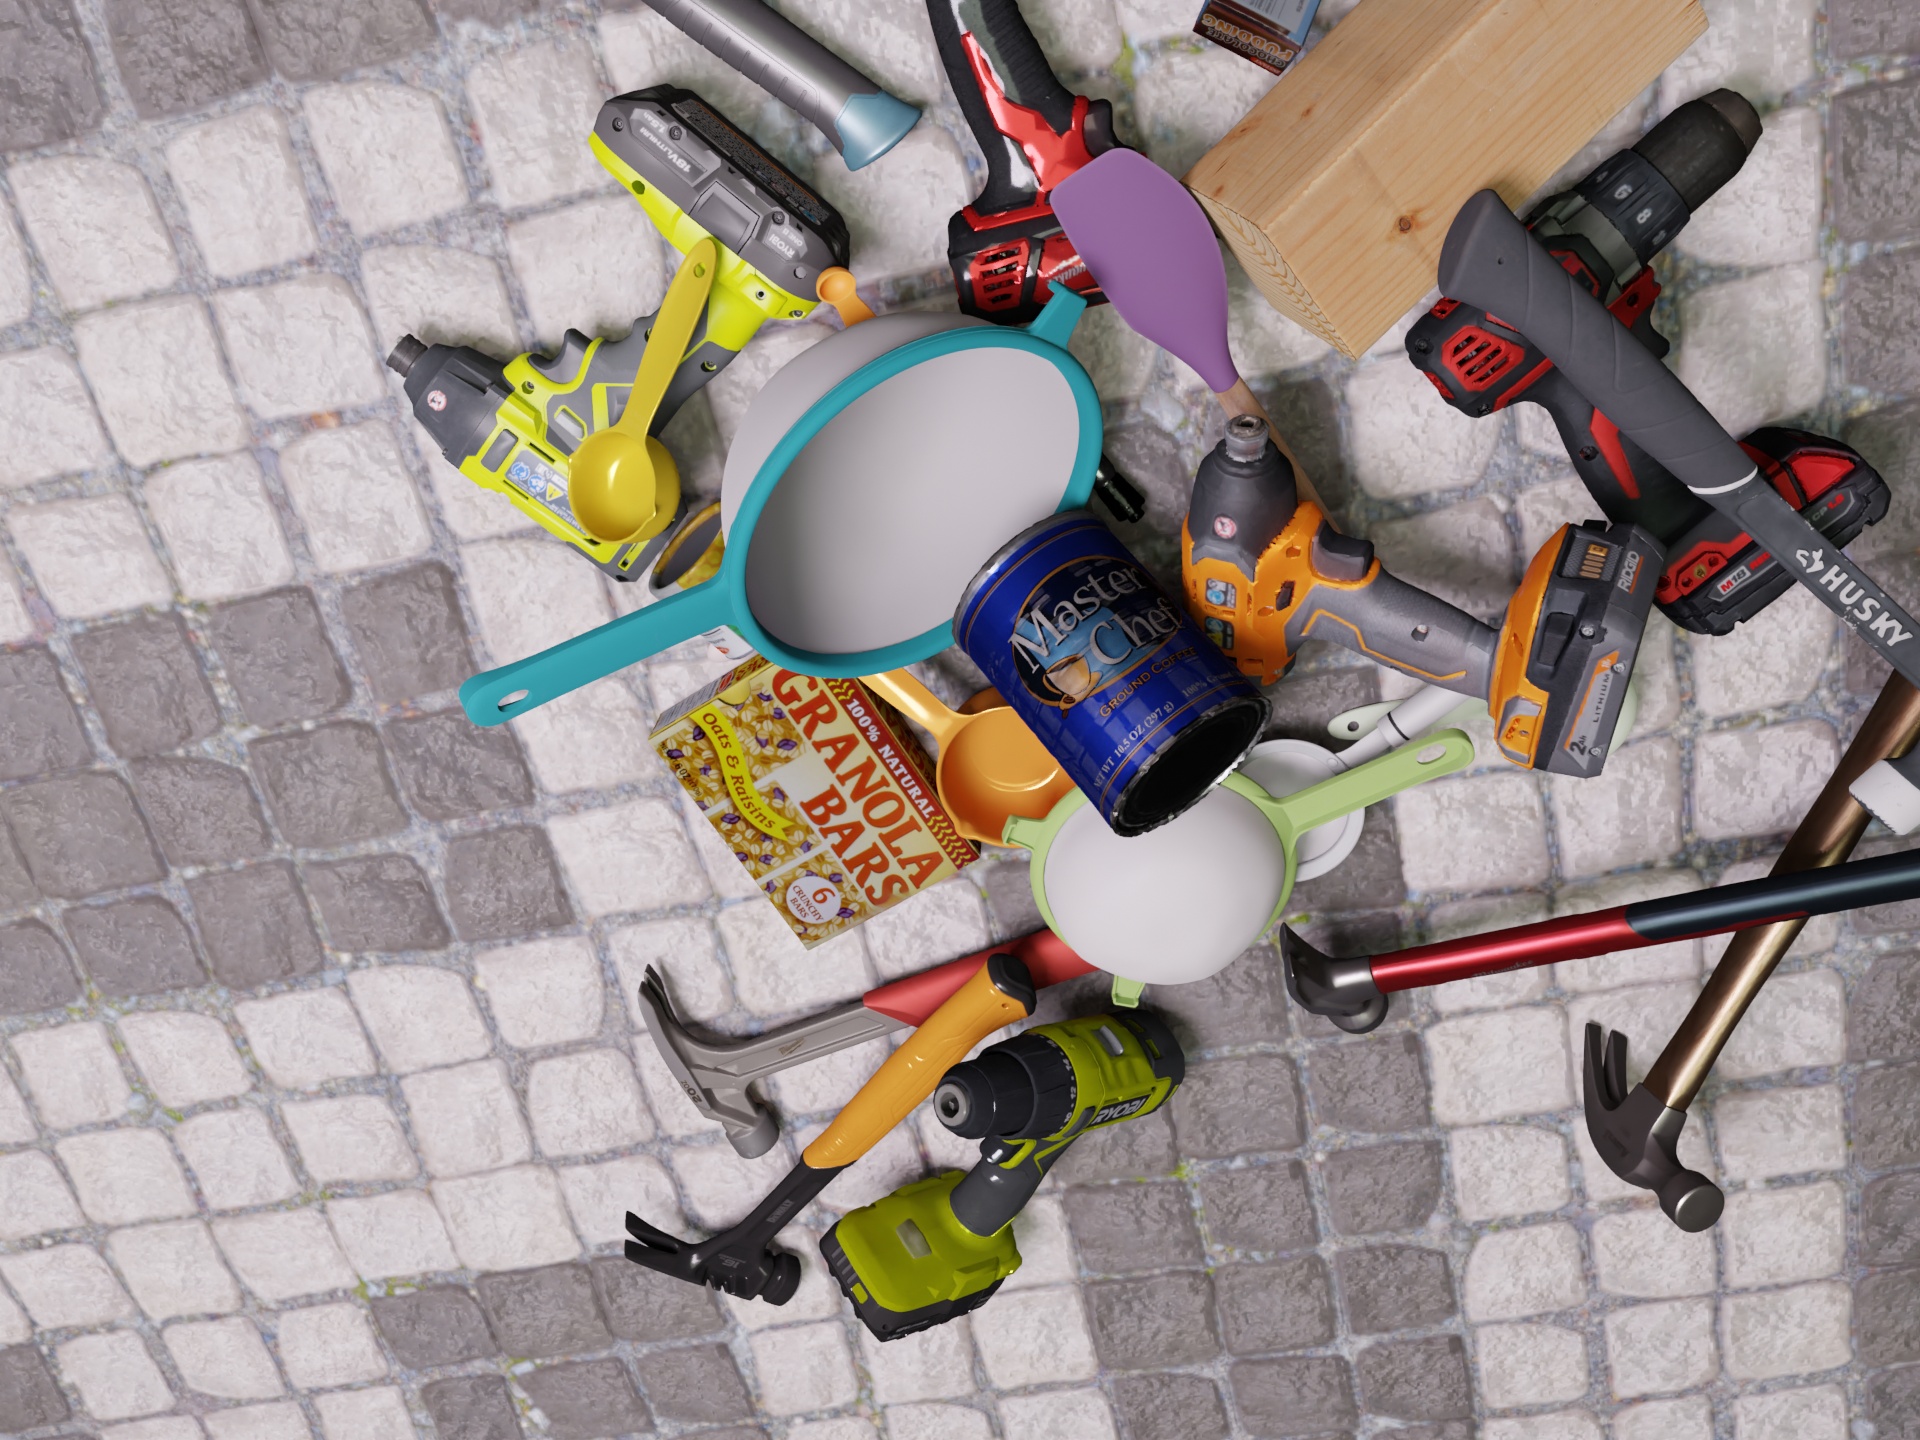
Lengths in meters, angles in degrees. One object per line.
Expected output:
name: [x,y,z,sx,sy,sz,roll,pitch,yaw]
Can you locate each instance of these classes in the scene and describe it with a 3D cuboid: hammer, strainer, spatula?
hammer: [-0.011,0.159,0.972,0.359,0.037,0.149,-21,116,11]
hammer: [0.458,0.118,0.904,0.031,0.130,0.331,23,101,-18]
strainer: [0.235,0.010,0.883,0.258,0.050,0.087,-39,99,24]
hammer: [0.377,-0.106,0.749,0.408,0.036,0.149,35,109,-18]
hammer: [-0.166,-0.373,0.762,0.331,0.033,0.128,33,112,-11]
spatula: [0.149,-0.153,0.806,0.060,0.018,0.315,-26,124,23]
strainer: [0.160,0.077,0.861,0.256,0.069,0.151,-25,117,16]
strainer: [-0.095,-0.101,0.784,0.340,0.095,0.210,-26,147,-15]
hammer: [0.366,0.104,0.848,0.386,0.038,0.143,-16,152,23]
hammer: [-0.074,0.253,0.982,0.127,0.034,0.336,28,120,-26]

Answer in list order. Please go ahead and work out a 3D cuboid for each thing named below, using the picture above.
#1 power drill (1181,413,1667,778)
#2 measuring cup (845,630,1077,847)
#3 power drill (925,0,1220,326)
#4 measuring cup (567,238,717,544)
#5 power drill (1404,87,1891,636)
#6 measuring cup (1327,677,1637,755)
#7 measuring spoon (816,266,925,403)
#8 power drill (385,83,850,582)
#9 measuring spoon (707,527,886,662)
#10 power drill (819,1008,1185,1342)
power drill: [0.217,-0.066,0.785,0.226,0.084,0.164,17,143,23]
measuring cup: [-0.001,-0.003,0.900,0.173,0.052,0.095,38,110,-10]
power drill: [0.048,-0.306,0.758,0.143,0.079,0.219,-11,115,7]
measuring cup: [-0.145,-0.158,0.778,0.062,0.029,0.156,33,108,23]
power drill: [0.361,-0.176,0.796,0.188,0.080,0.226,-42,102,17]
measuring cup: [0.292,-0.002,0.890,0.167,0.038,0.083,-9,112,8]
measuring spoon: [-0.044,-0.194,0.805,0.021,0.011,0.116,-28,152,10]
power drill: [-0.176,-0.201,0.813,0.171,0.080,0.223,37,113,-13]
measuring spoon: [-0.095,-0.065,0.895,0.124,0.018,0.034,-33,108,16]
power drill: [0.013,0.267,0.952,0.080,0.190,0.228,50,119,30]
